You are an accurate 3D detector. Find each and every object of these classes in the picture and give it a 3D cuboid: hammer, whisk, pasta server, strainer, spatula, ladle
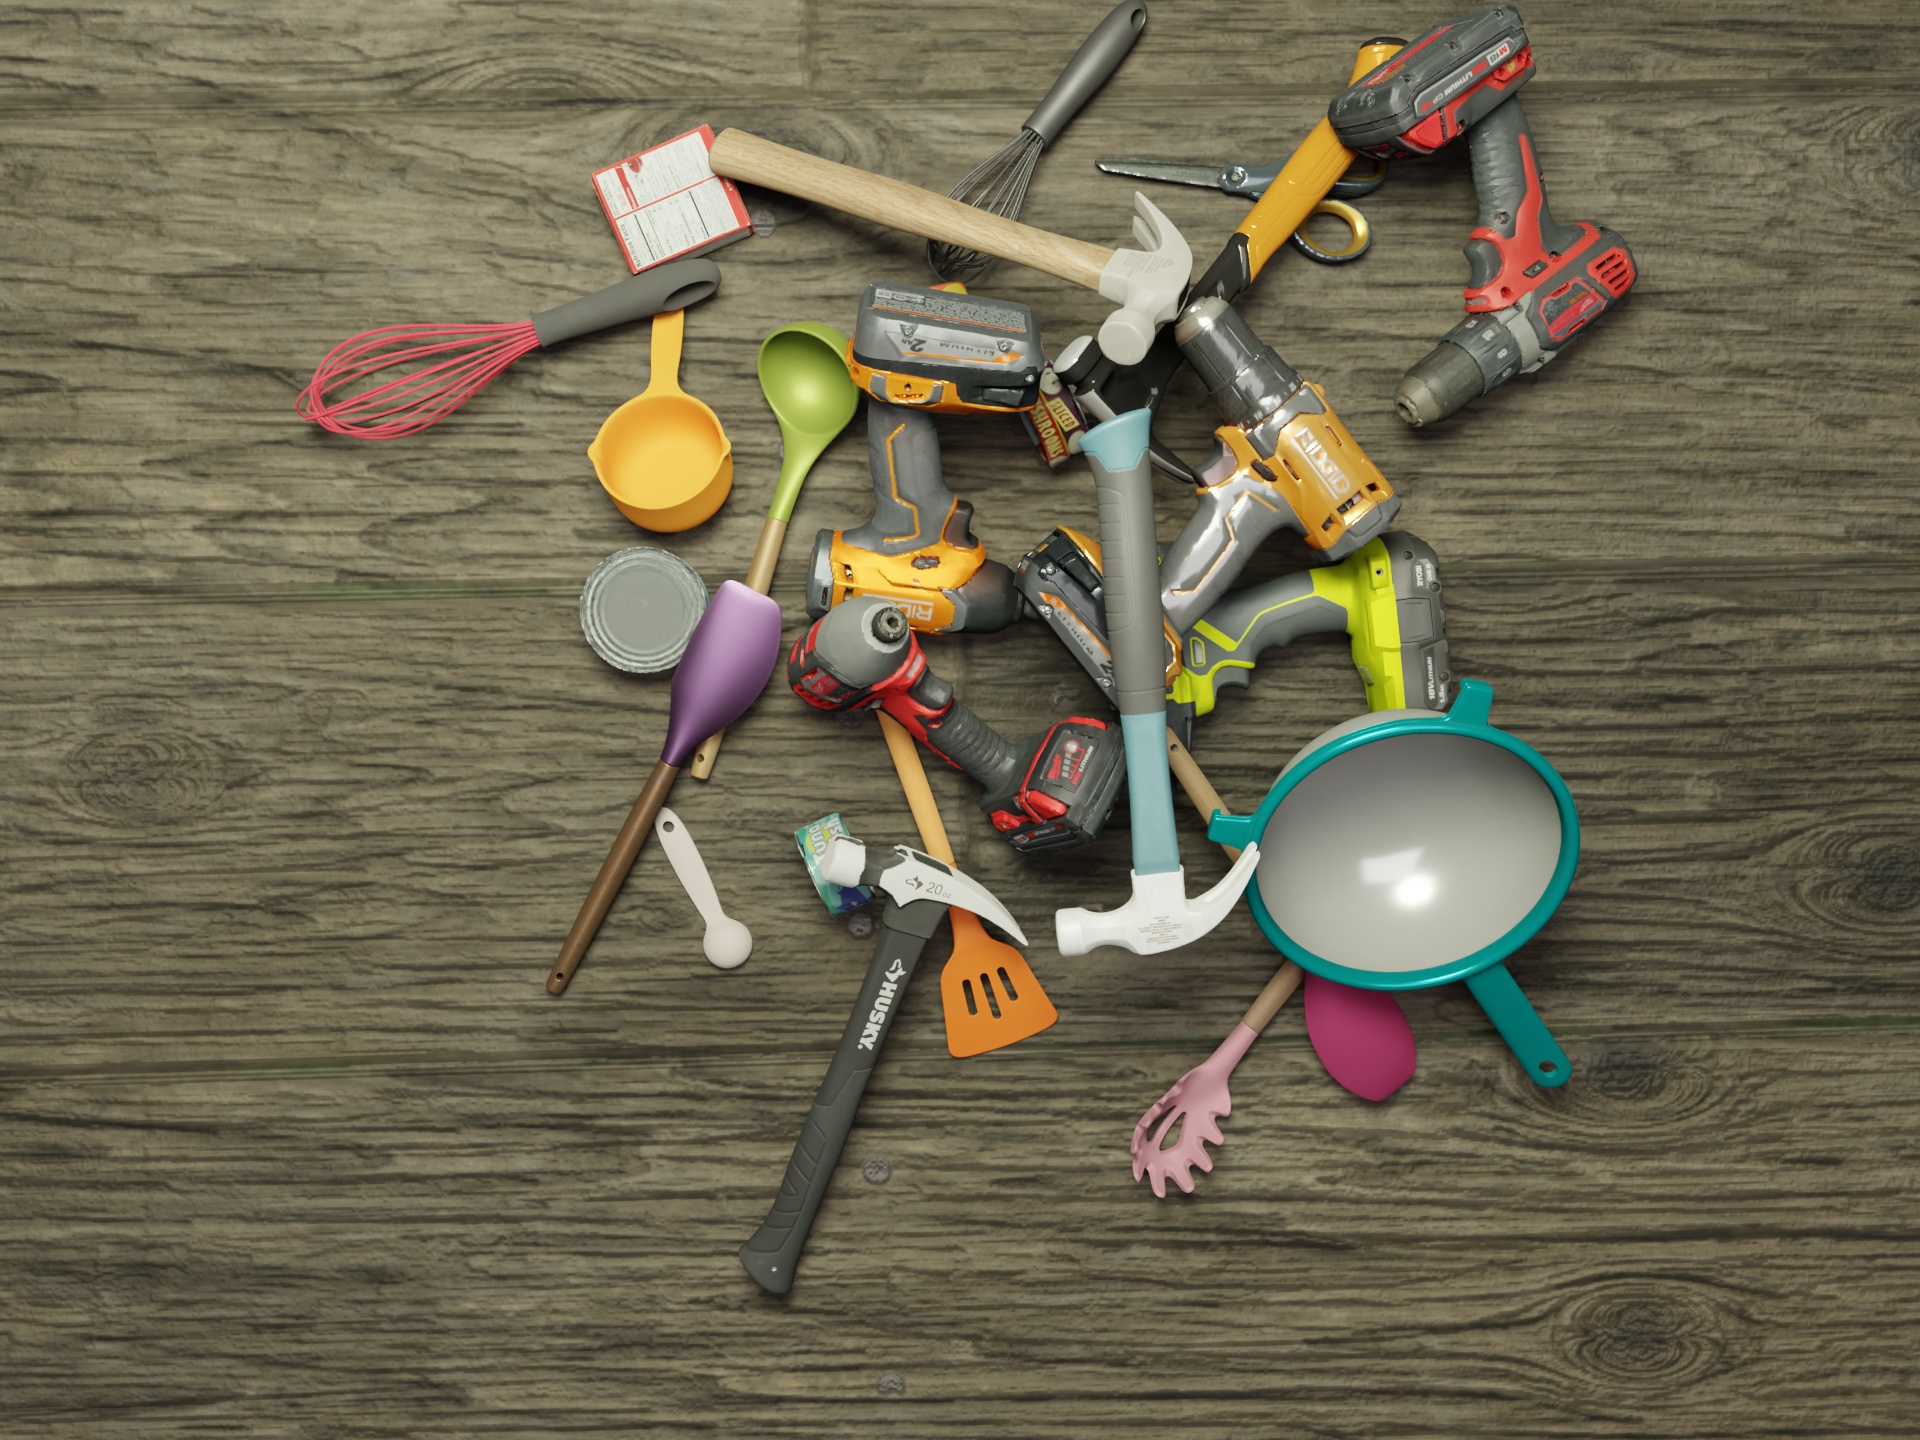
[{"bbox_3d":[-0.010,-0.321,1.013,0.331,0.031,0.130,22,54,15],"label":"hammer"},{"bbox_3d":[0.054,-0.395,1.081,0.055,0.055,0.239,37,86,-3],"label":"whisk"},{"bbox_3d":[0.206,-0.317,1.061,0.127,0.034,0.337,40,82,-21],"label":"hammer"},{"bbox_3d":[-0.301,-0.254,1.065,0.296,0.073,0.073,-19,93,-2],"label":"whisk"},{"bbox_3d":[0.223,0.197,1.117,0.060,0.040,0.316,38,90,-13],"label":"pasta server"},{"bbox_3d":[0.322,0.113,1.071,0.211,0.095,0.340,-30,117,18],"label":"strainer"},{"bbox_3d":[-0.020,0.078,1.112,0.081,0.041,0.322,-20,89,-2],"label":"spatula"},{"bbox_3d":[-0.208,0.052,1.090,0.059,0.018,0.316,28,98,-8],"label":"spatula"},{"bbox_3d":[-0.138,-0.113,1.083,0.078,0.062,0.320,19,95,18],"label":"ladle"},{"bbox_3d":[0.107,-0.019,0.960,0.128,0.033,0.331,-5,102,5],"label":"hammer"},{"bbox_3d":[-0.072,0.245,1.083,0.146,0.035,0.334,18,103,-17],"label":"hammer"}]

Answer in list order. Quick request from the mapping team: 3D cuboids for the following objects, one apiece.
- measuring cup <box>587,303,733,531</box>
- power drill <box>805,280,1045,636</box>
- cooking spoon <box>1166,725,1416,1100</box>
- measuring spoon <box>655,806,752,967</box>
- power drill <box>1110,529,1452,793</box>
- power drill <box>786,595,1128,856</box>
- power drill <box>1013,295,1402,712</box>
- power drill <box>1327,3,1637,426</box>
[{"bbox_3d":[-0.197,-0.209,1.084,0.095,0.052,0.174,-2,68,3],"label":"measuring cup"},{"bbox_3d":[-0.008,-0.157,1.036,0.164,0.084,0.226,8,123,-5],"label":"power drill"},{"bbox_3d":[0.221,0.134,1.090,0.069,0.017,0.318,-37,103,-8],"label":"cooking spoon"},{"bbox_3d":[-0.183,0.117,1.109,0.034,0.018,0.124,-26,93,0],"label":"measuring spoon"},{"bbox_3d":[0.211,-0.042,1.088,0.223,0.080,0.171,-7,93,2],"label":"power drill"},{"bbox_3d":[-0.002,-0.003,1.035,0.219,0.143,0.078,33,68,-13],"label":"power drill"},{"bbox_3d":[0.139,-0.136,1.003,0.226,0.084,0.185,-39,101,3],"label":"power drill"},{"bbox_3d":[0.331,-0.325,1.050,0.188,0.080,0.226,-37,112,-6],"label":"power drill"}]
